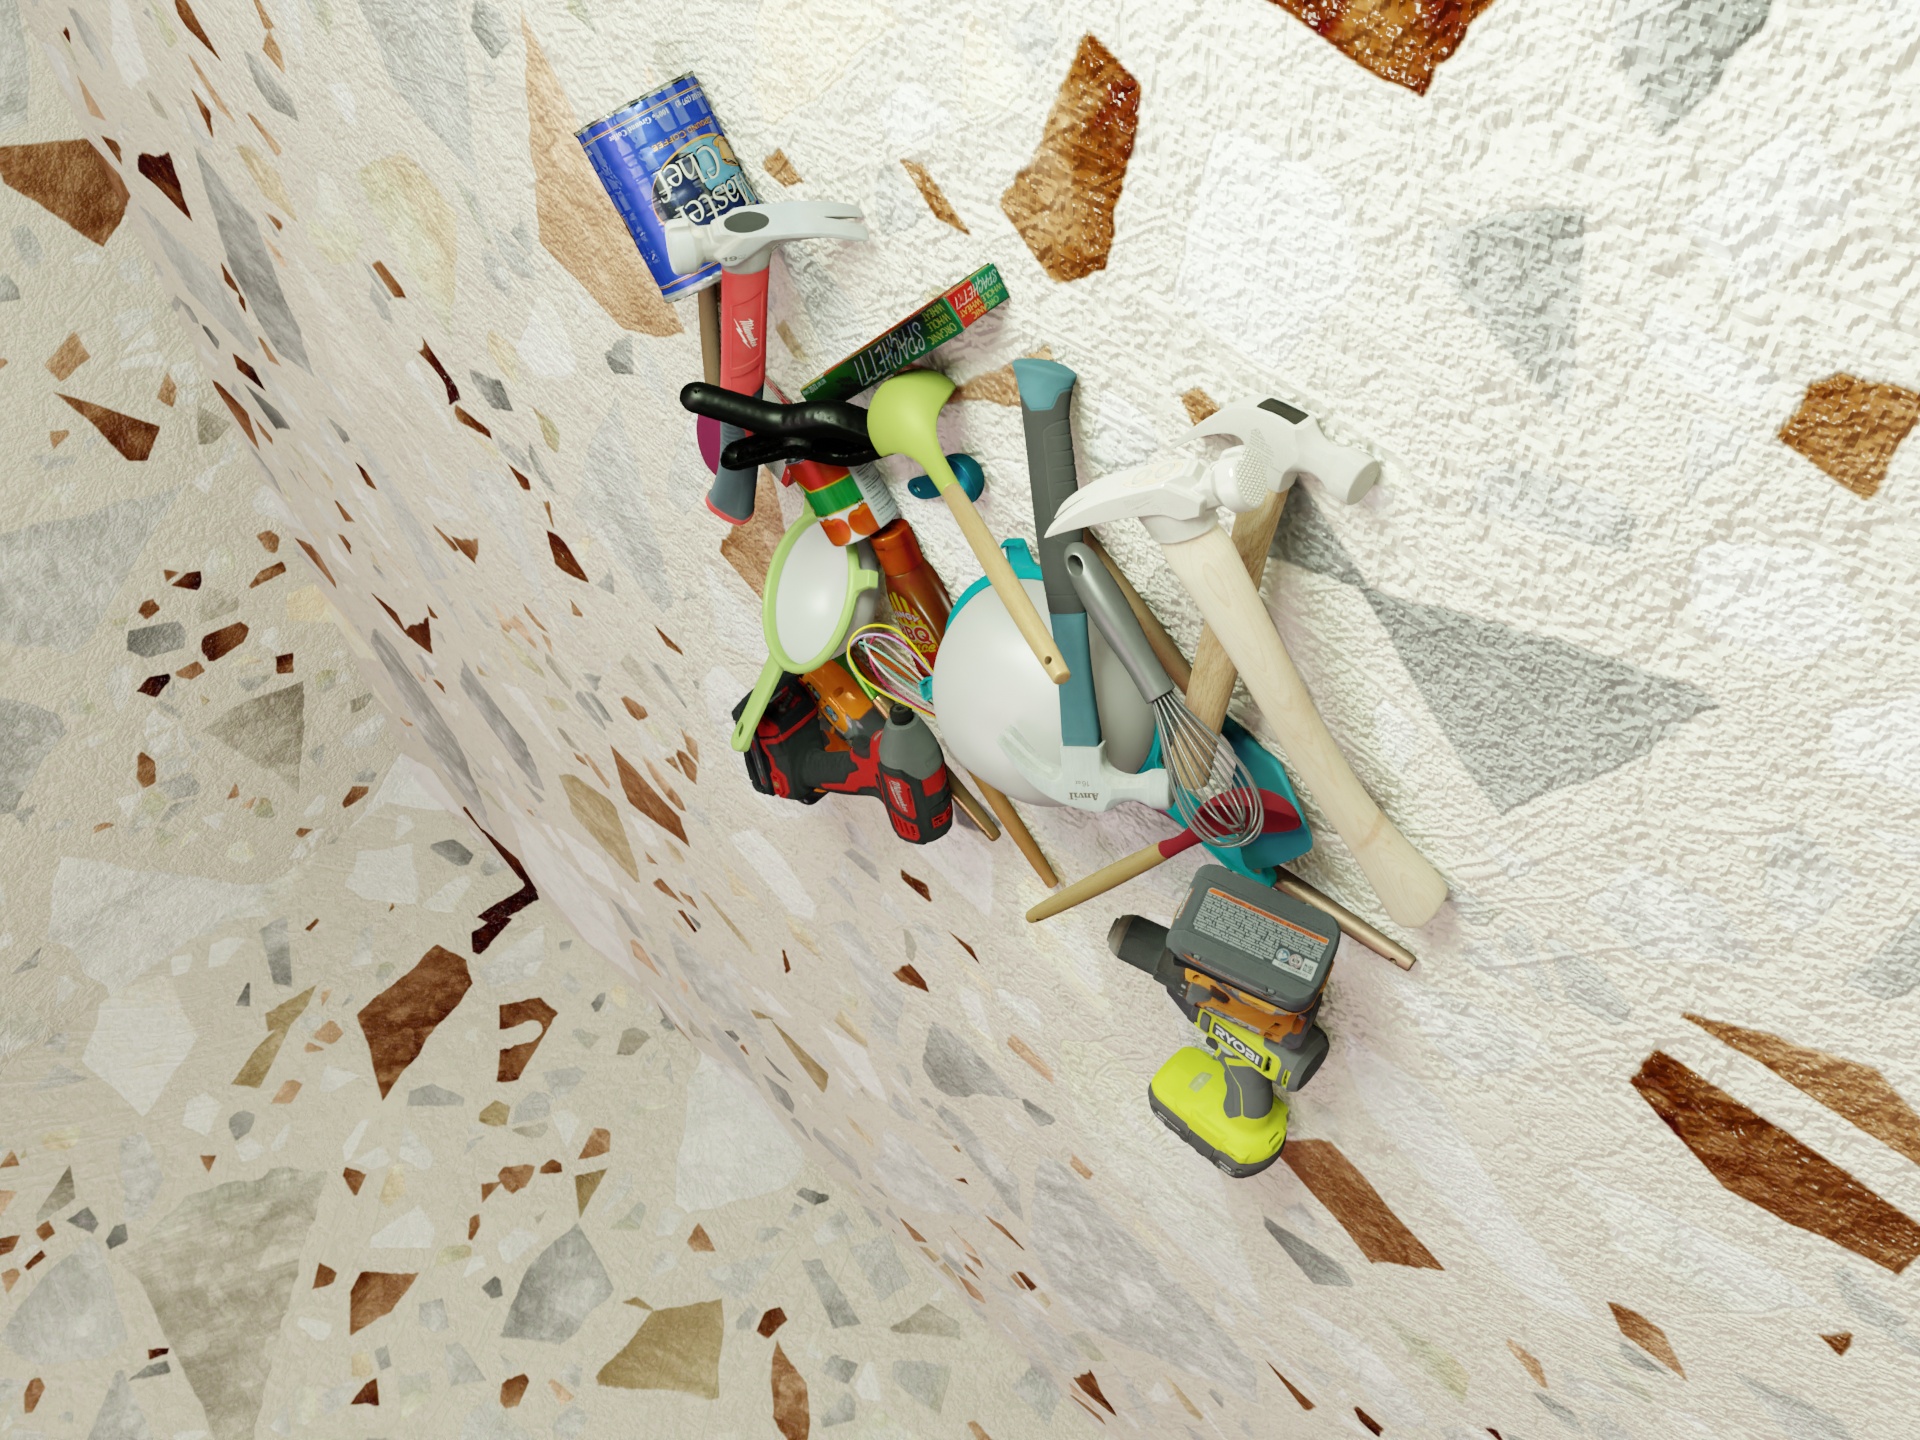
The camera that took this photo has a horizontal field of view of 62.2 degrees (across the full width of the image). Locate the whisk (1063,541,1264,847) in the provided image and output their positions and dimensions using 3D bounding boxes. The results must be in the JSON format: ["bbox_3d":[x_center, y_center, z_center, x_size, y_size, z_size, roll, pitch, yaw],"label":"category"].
[{"bbox_3d":[0.134,-0.017,1.089,0.239,0.055,0.055,60,154,3],"label":"whisk"}]

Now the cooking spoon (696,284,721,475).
[{"bbox_3d":[-0.226,-0.321,1.446,0.069,0.017,0.318,41,153,18],"label":"cooking spoon"}]

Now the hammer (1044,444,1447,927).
[{"bbox_3d":[0.211,-0.003,1.052,0.146,0.038,0.410,-8,130,41],"label":"hammer"}]

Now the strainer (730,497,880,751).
[{"bbox_3d":[-0.138,-0.071,1.472,0.256,0.069,0.152,-61,41,25],"label":"strainer"}]

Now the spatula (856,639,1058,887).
[{"bbox_3d":[-0.001,0.039,1.534,0.322,0.041,0.081,56,177,-15],"label":"spatula"}]

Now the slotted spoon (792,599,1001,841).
[{"bbox_3d":[-0.066,-0.003,1.547,0.313,0.031,0.070,49,150,-4],"label":"slotted spoon"}]

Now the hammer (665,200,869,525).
[{"bbox_3d":[-0.162,-0.275,1.292,0.386,0.143,0.038,109,147,-65],"label":"hammer"}]

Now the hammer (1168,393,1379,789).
[{"bbox_3d":[0.180,-0.074,1.067,0.130,0.031,0.331,40,145,27],"label":"hammer"}]

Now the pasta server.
[{"bbox_3d":[0.227,0.100,1.271,0.316,0.040,0.060,34,150,23],"label":"pasta server"}]

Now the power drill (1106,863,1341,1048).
[{"bbox_3d":[0.206,0.186,1.275,0.185,0.084,0.226,24,163,14],"label":"power drill"}]

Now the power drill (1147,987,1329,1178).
[{"bbox_3d":[0.243,0.311,1.469,0.171,0.080,0.223,35,146,28],"label":"power drill"}]

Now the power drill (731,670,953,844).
[{"bbox_3d":[-0.109,0.029,1.529,0.220,0.078,0.143,15,131,33],"label":"power drill"}]

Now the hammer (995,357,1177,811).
[{"bbox_3d":[0.077,-0.092,1.133,0.128,0.033,0.330,0,110,22],"label":"hammer"}]

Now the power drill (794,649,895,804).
[{"bbox_3d":[-0.135,0.009,1.669,0.164,0.084,0.226,49,150,2],"label":"power drill"}]

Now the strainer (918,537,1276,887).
[{"bbox_3d":[0.098,0.033,1.244,0.340,0.095,0.211,43,134,11],"label":"strainer"}]

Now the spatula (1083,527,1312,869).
[{"bbox_3d":[0.158,-0.032,1.184,0.317,0.044,0.082,53,149,-3],"label":"spatula"}]

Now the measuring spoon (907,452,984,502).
[{"bbox_3d":[-0.011,-0.195,1.279,0.042,0.021,0.129,57,163,-16],"label":"measuring spoon"}]

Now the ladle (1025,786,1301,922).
[{"bbox_3d":[0.143,0.109,1.230,0.069,0.031,0.315,21,148,-26],"label":"ladle"}]

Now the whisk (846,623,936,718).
[{"bbox_3d":[-0.001,-0.006,1.405,0.244,0.047,0.051,37,157,-23],"label":"whisk"}]

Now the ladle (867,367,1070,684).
[{"bbox_3d":[0.011,-0.139,1.120,0.062,0.078,0.320,28,-153,-50],"label":"ladle"}]
